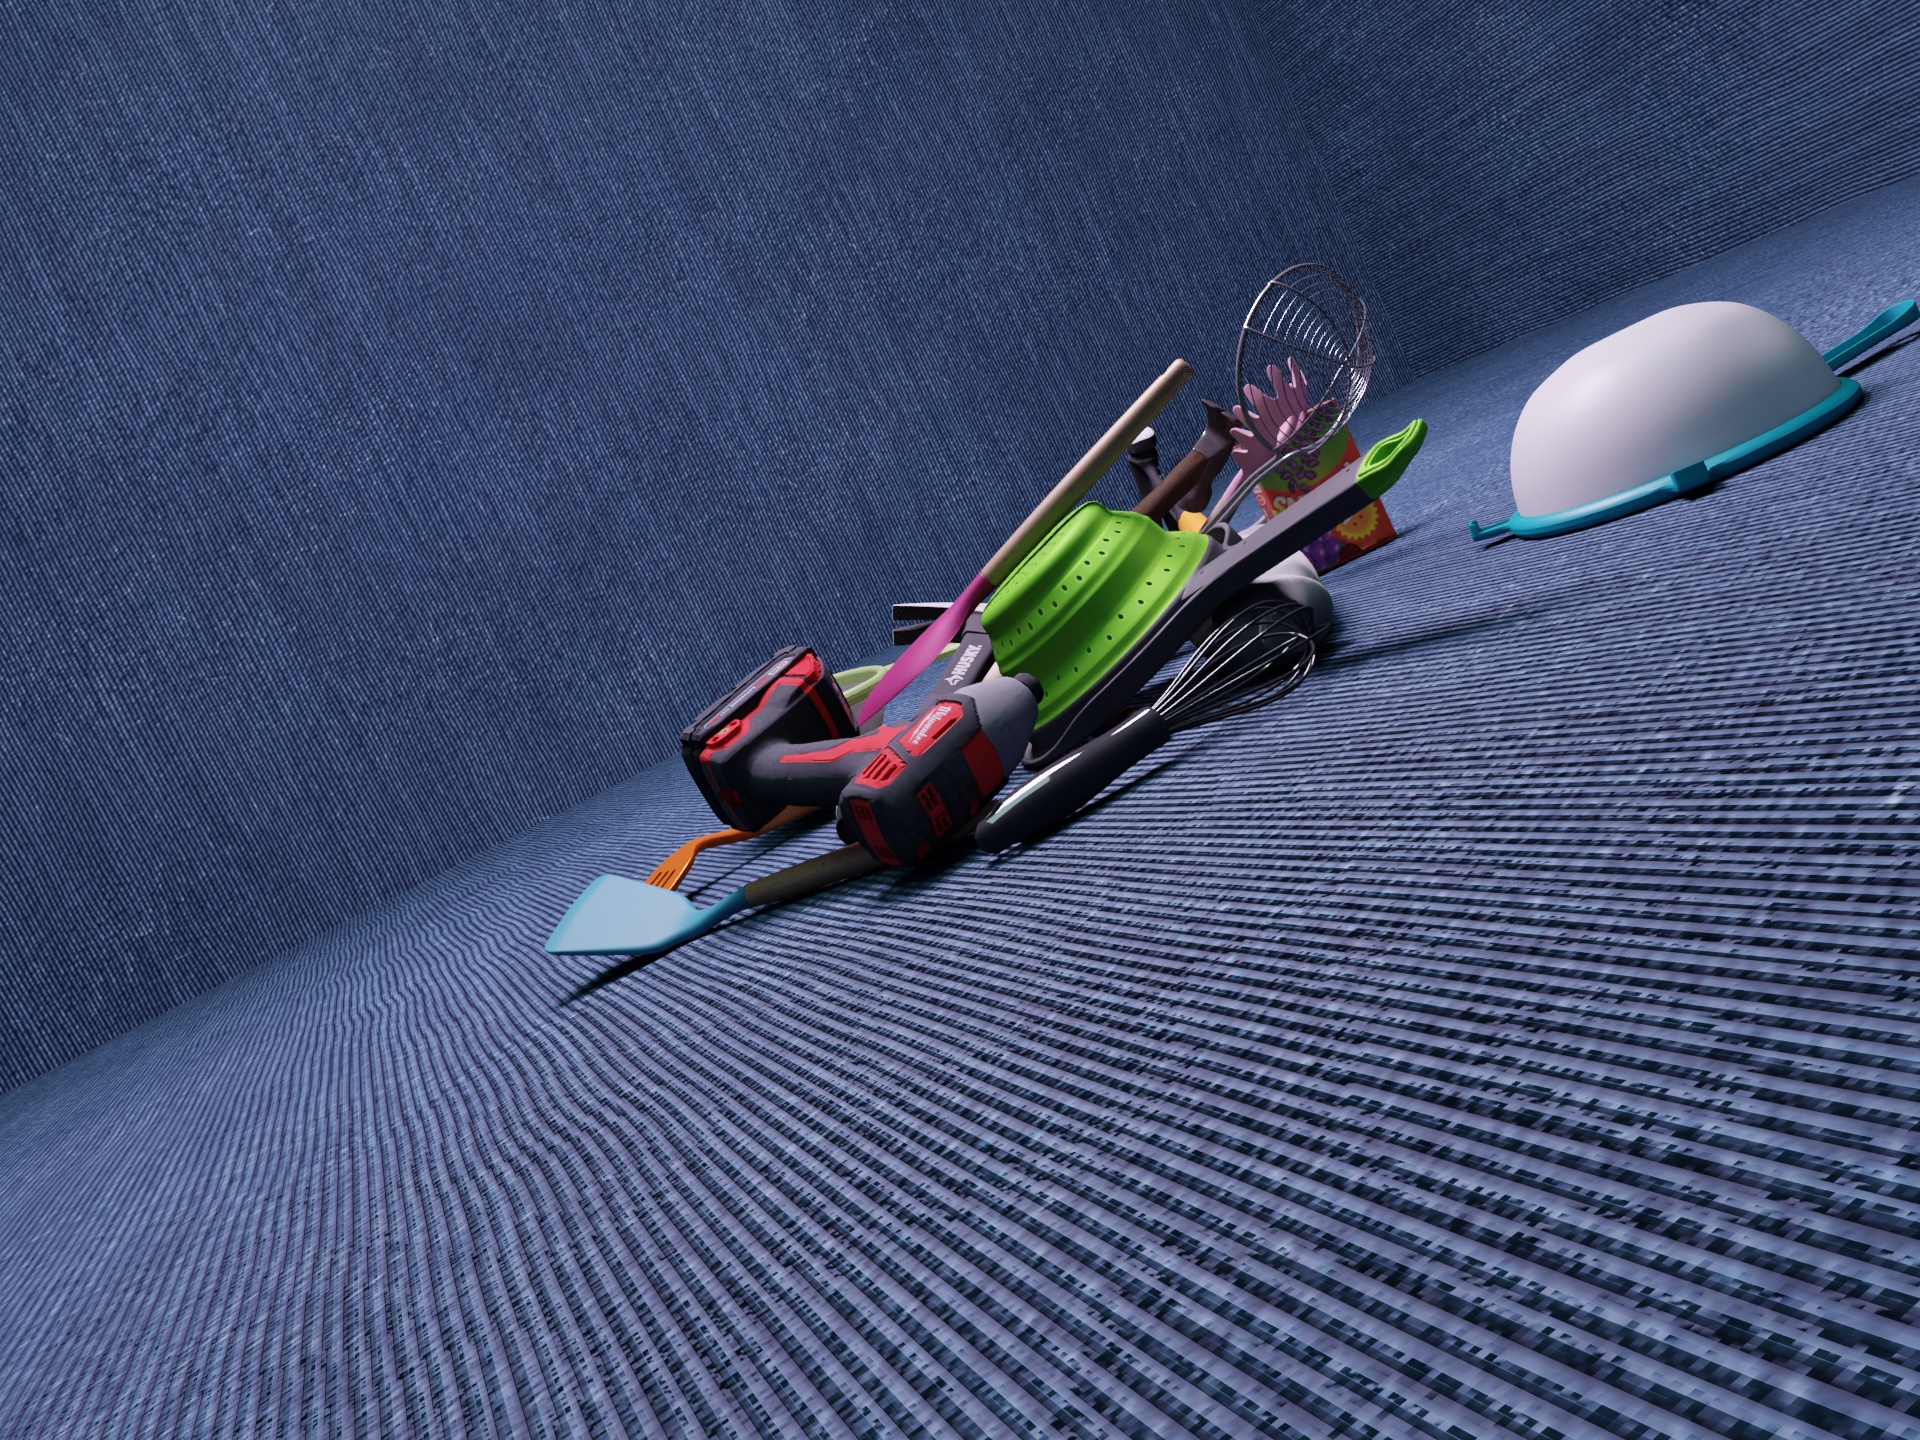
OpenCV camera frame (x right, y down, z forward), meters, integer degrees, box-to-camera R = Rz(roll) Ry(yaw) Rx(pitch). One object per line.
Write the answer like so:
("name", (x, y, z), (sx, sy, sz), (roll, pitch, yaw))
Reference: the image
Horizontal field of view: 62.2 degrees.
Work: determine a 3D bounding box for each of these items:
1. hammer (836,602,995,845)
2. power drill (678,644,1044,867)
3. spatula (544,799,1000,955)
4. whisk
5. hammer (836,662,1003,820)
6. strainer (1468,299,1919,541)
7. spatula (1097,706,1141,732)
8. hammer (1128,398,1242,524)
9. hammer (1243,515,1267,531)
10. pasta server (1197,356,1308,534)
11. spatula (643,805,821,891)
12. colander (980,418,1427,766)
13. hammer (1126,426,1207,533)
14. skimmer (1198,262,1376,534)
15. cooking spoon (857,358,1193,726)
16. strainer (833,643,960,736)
("hammer", (-0.020, -0.006, 1.121), (0.146, 0.035, 0.335), (7, 29, 14))
("power drill", (-0.056, 0.015, 0.952), (0.220, 0.078, 0.143), (6, 40, 48))
("spatula", (-0.114, 0.092, 0.969), (0.317, 0.044, 0.082), (-21, 23, 27))
("whisk", (0.105, 0.004, 0.849), (0.239, 0.055, 0.055), (-33, 8, -19))
("hammer", (-0.002, -0.004, 1.267), (0.146, 0.038, 0.411), (-44, 0, 32))
("strainer", (0.480, -0.228, 1.005), (0.340, 0.095, 0.211), (-29, 7, -20))
("spatula", (0.089, -0.004, 1.067), (0.060, 0.018, 0.316), (-31, 6, -6))
("hammer", (0.130, -0.145, 1.231), (0.331, 0.031, 0.130), (-45, -16, -38))
("hammer", (0.175, -0.139, 1.749), (0.359, 0.036, 0.149), (-19, 9, 43))
("pasta server", (0.203, -0.167, 1.283), (0.060, 0.040, 0.316), (-26, -20, -29))
("spatula", (-0.138, 0.083, 1.245), (0.322, 0.041, 0.081), (-25, 6, -35))
("colander", (0.118, -0.101, 0.968), (0.204, 0.094, 0.397), (-52, 9, -33))
("hammer", (0.214, -0.168, 1.443), (0.034, 0.127, 0.337), (-21, 25, 1))
("skimmer", (0.174, -0.167, 1.172), (0.127, 0.090, 0.363), (-3, -34, -38))
("cooking spoon", (0.036, -0.111, 1.033), (0.319, 0.017, 0.069), (-46, 9, 15))
("strainer", (-0.074, -0.006, 1.305), (0.256, 0.069, 0.151), (-21, 10, -21))
